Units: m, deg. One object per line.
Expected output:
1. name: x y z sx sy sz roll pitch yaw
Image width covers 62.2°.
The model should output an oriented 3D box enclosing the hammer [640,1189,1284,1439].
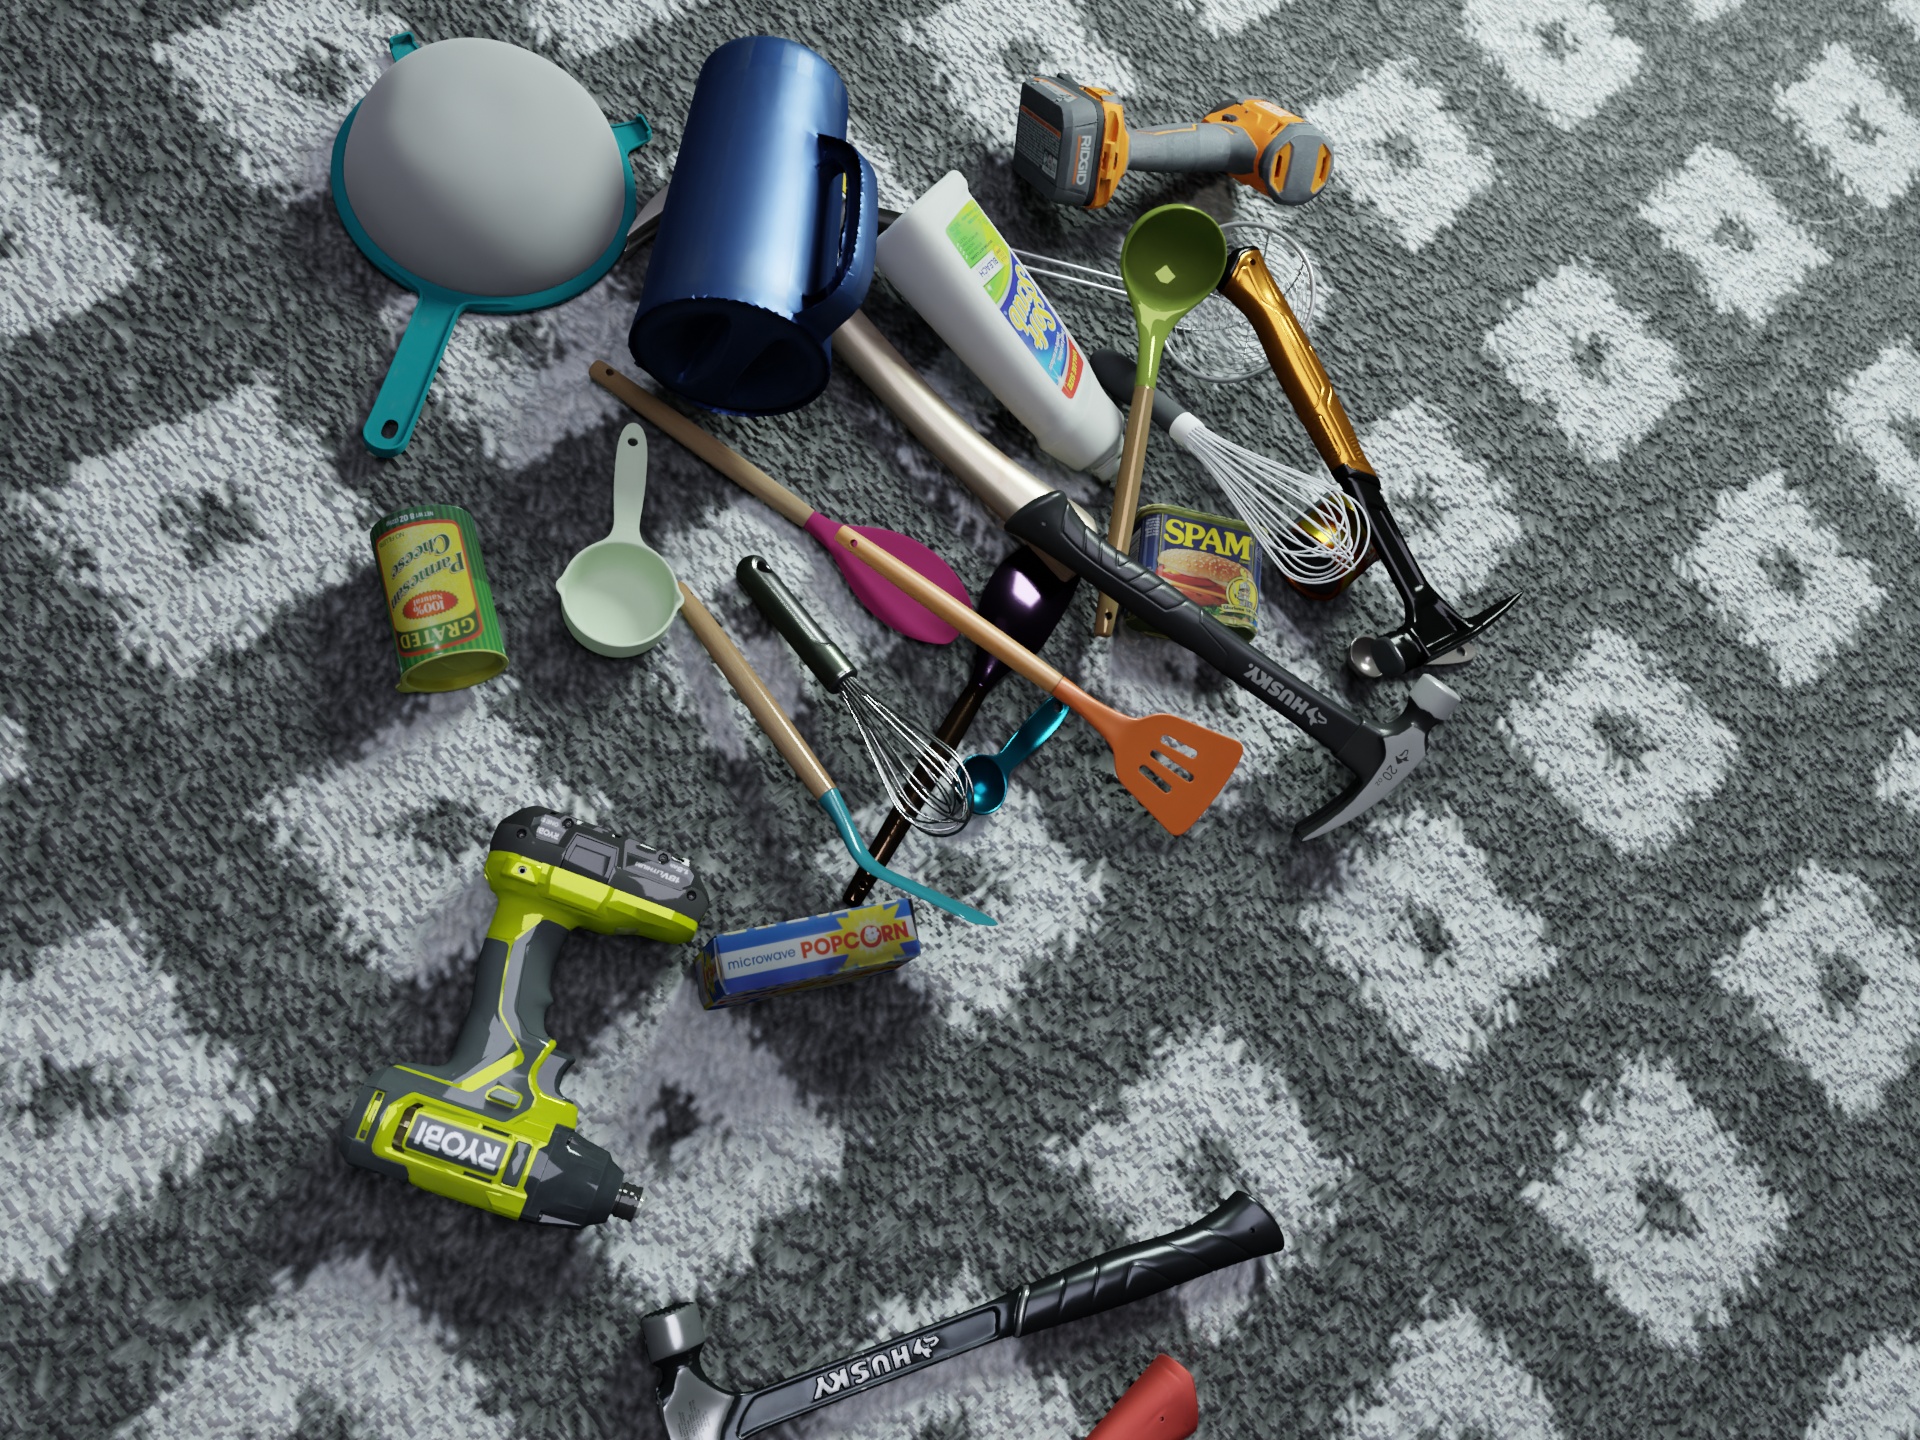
1. hammer: 0.021 0.374 0.975 0.409 0.036 0.149 -12 76 -20

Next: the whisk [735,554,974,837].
1. whisk: -0.073 -0.021 1.067 0.246 0.059 0.058 50 29 16

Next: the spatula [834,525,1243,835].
1. spatula: 0.047 -0.039 1.108 0.322 0.041 0.081 35 97 3

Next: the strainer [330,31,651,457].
1. strainer: -0.342 -0.341 1.083 0.211 0.095 0.341 17 66 -11

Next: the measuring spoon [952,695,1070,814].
1. measuring spoon: 0.036 0.020 1.116 0.129 0.021 0.042 -44 106 -34

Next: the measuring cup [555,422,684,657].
1. measuring cup: -0.227 -0.120 1.073 0.083 0.038 0.168 6 68 -15

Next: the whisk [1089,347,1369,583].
1. whisk: 0.188 -0.195 1.171 0.070 0.070 0.285 -29 57 -23

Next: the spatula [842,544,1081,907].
1. spatula: -0.002 -0.004 1.109 0.059 0.018 0.316 32 64 -5

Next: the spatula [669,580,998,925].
1. spatula: -0.093 0.022 1.042 0.044 0.082 0.318 -40 74 6

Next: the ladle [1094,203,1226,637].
1. ladle: 0.133 -0.218 1.151 0.078 0.062 0.320 12 82 -11

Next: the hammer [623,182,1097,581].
1. hammer: -0.062 -0.251 1.163 0.410 0.038 0.146 46 67 4

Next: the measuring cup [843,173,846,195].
1. measuring cup: -0.116 -0.439 1.217 0.062 0.029 0.156 -36 82 -24

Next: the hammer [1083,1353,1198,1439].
1. hammer: 0.008 0.509 0.924 0.359 0.036 0.149 -42 87 -24

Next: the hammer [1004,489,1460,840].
1. hammer: 0.174 -0.051 1.119 0.334 0.035 0.146 34 104 -5

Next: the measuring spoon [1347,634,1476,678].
1. measuring spoon: 0.349 -0.049 1.236 0.124 0.018 0.034 -4 72 -25

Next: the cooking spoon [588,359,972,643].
1. cooking spoon: -0.128 -0.157 1.125 0.319 0.017 0.069 35 66 -3

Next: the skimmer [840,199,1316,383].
1. skimmer: 0.088 -0.351 1.218 0.363 0.090 0.127 11 93 -11

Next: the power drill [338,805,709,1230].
1. power drill: -0.240 0.179 0.945 0.171 0.080 0.223 21 71 -8

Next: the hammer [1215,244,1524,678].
1. hammer: 0.288 -0.203 1.179 0.127 0.034 0.337 -25 85 -22

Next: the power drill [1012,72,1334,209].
1. power drill: 0.162 -0.463 1.268 0.226 0.084 0.164 -4 34 -17
